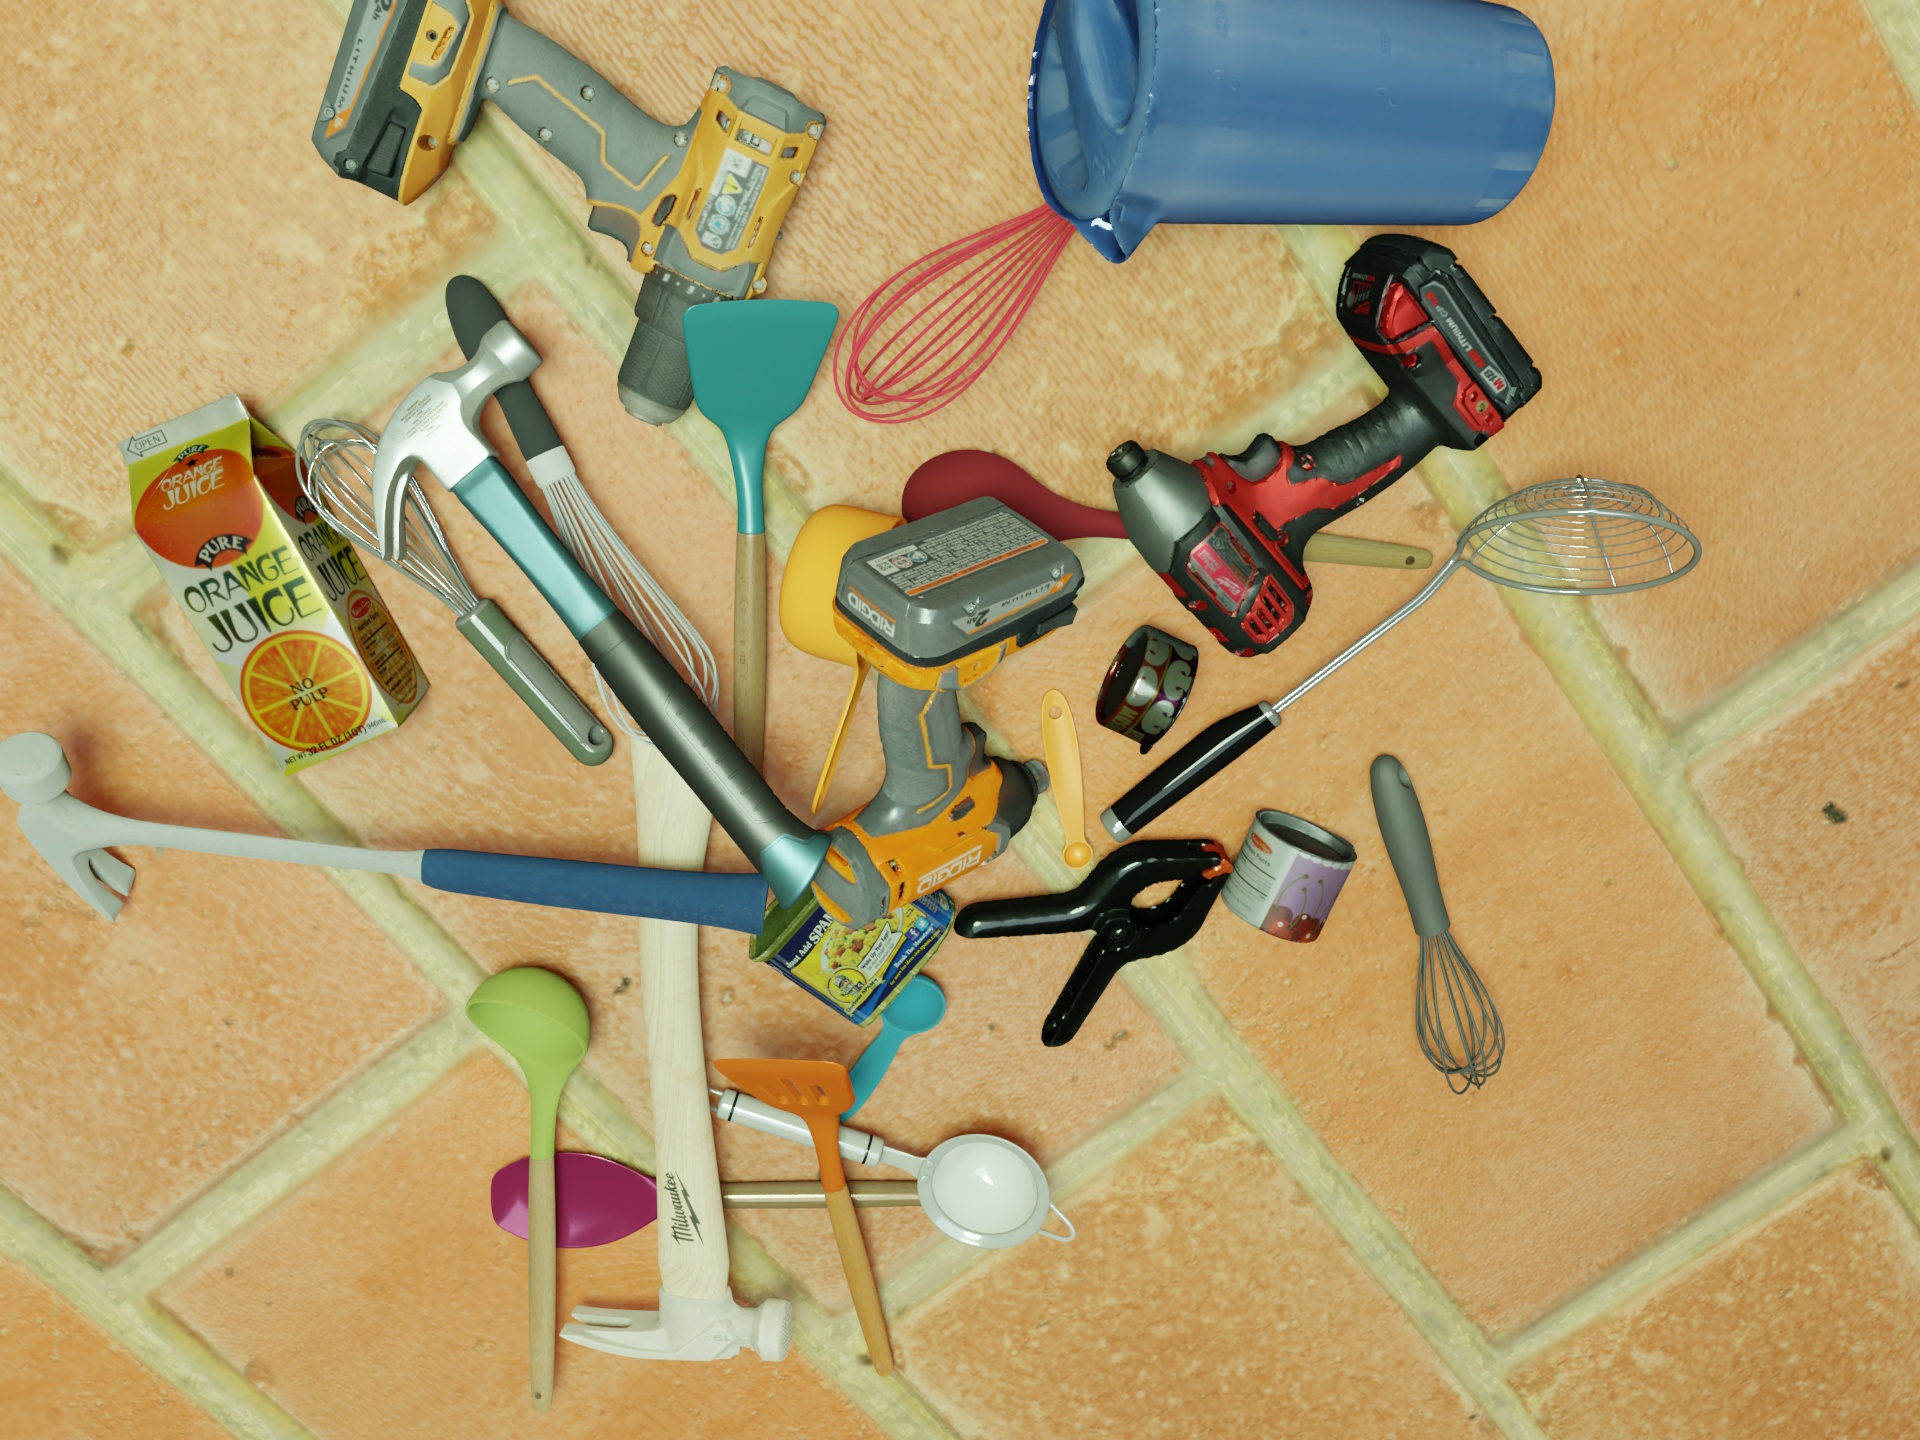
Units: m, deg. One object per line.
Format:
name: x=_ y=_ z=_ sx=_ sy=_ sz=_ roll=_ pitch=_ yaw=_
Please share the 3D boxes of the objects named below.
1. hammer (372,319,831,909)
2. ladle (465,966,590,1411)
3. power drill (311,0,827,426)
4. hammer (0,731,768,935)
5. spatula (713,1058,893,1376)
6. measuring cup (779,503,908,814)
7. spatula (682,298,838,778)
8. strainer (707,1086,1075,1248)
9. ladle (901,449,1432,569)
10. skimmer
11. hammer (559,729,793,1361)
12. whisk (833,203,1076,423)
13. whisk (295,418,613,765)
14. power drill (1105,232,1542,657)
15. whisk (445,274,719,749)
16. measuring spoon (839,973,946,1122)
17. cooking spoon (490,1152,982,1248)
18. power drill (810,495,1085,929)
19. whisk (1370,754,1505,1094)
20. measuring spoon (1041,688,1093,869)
hammer: x=-0.180 y=-0.040 z=0.835 sx=0.128 sy=0.033 sz=0.331 roll=-38 pitch=95 yaw=3
ladle: x=-0.269 y=0.302 z=0.996 sx=0.078 sy=0.062 sz=0.320 roll=8 pitch=106 yaw=15
power drill: x=-0.204 y=-0.271 z=0.813 sx=0.226 sy=0.084 sz=0.185 roll=21 pitch=107 yaw=-16
hammer: x=-0.312 y=0.083 z=0.897 sx=0.405 sy=0.035 sz=0.144 roll=7 pitch=142 yaw=-5
spatula: x=-0.078 y=0.317 z=1.007 sx=0.081 sy=0.041 sz=0.322 roll=-1 pitch=122 yaw=14
measuring cup: x=-0.078 y=-0.036 z=0.887 sx=0.052 sy=0.095 sz=0.173 roll=18 pitch=98 yaw=8
spatula: x=-0.116 y=-0.078 z=0.890 sx=0.082 sy=0.044 sz=0.317 roll=-7 pitch=116 yaw=-21
strainer: x=-0.048 y=0.277 z=1.021 sx=0.258 sy=0.050 sz=0.086 roll=19 pitch=112 yaw=-3
ladle: x=0.123 y=-0.109 z=0.921 sx=0.315 sy=0.031 sz=0.069 roll=5 pitch=112 yaw=-8
skimmer: x=0.245 y=-0.019 z=0.926 sx=0.363 sy=0.090 sz=0.127 roll=-38 pitch=151 yaw=12
hammer: x=-0.184 y=0.206 z=0.978 sx=0.146 sy=0.038 sz=0.410 roll=1 pitch=103 yaw=6
whisk: x=0.050 y=-0.265 z=0.848 sx=0.296 sy=0.073 sz=0.073 roll=-41 pitch=107 yaw=2
whisk: x=-0.278 y=-0.067 z=0.890 sx=0.059 sy=0.058 sz=0.246 roll=-19 pitch=118 yaw=38
power drill: x=0.189 y=-0.153 z=0.866 sx=0.219 sy=0.079 sz=0.143 roll=-44 pitch=112 yaw=7
whisk: x=-0.210 y=-0.109 z=0.872 sx=0.070 sy=0.070 sz=0.284 roll=-25 pitch=100 yaw=4
measuring spoon: x=-0.052 y=0.208 z=1.019 sx=0.042 sy=0.021 sz=0.128 roll=27 pitch=113 yaw=-14
cooking spoon: x=-0.145 y=0.311 z=1.041 sx=0.319 sy=0.017 sz=0.068 roll=1 pitch=103 yaw=-5
power drill: x=-0.001 y=-0.003 z=0.870 sx=0.164 sy=0.084 sz=0.226 roll=-25 pitch=139 yaw=-35
whisk: x=0.296 y=0.131 z=1.005 sx=0.055 sy=0.055 sz=0.239 roll=-19 pitch=105 yaw=2
measuring spoon: x=0.064 y=0.036 z=0.973 sx=0.021 sy=0.011 sz=0.117 roll=-11 pitch=106 yaw=-5
